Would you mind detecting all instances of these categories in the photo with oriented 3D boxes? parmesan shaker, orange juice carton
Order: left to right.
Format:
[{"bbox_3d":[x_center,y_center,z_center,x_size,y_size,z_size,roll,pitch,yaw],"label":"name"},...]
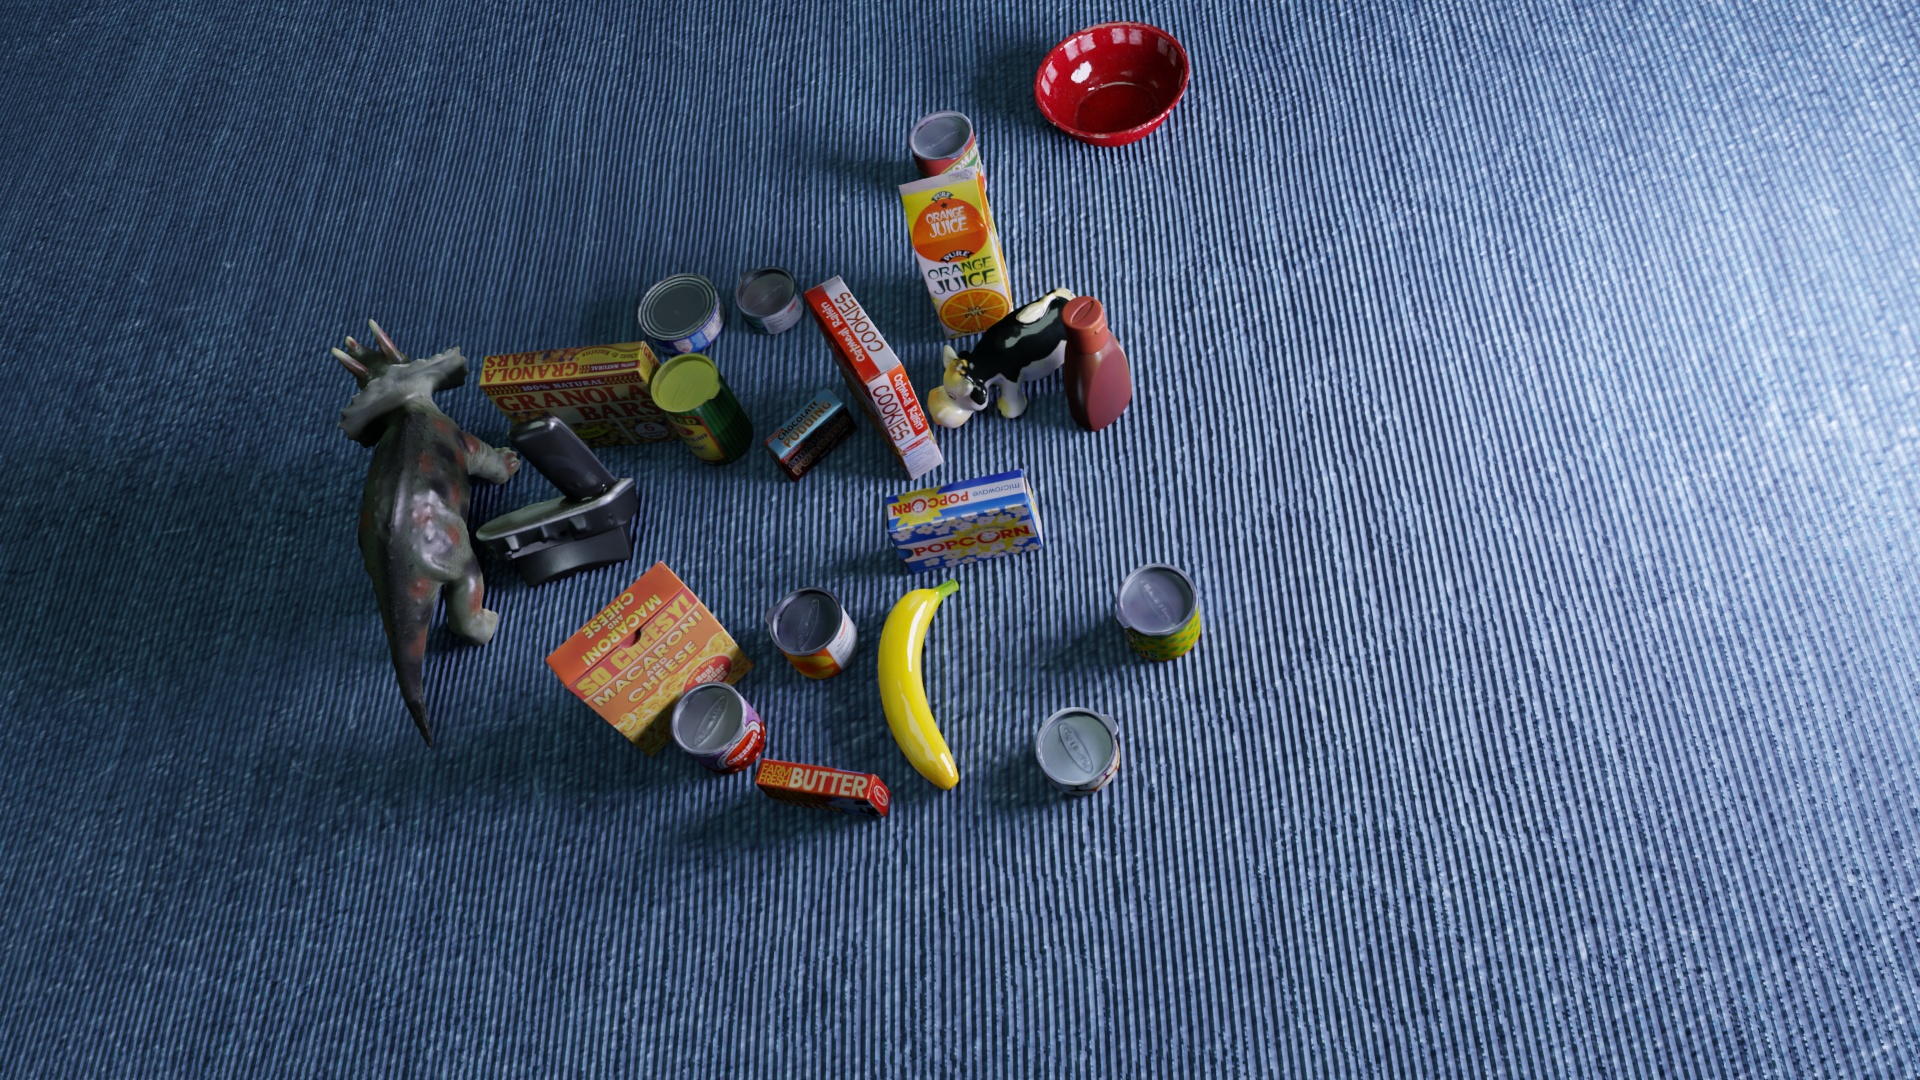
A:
[{"bbox_3d":[-0.244,-0.123,1.336,0.071,0.102,0.071,-6,61,10],"label":"parmesan shaker"},{"bbox_3d":[-0.002,-0.279,1.312,0.072,0.192,0.073,-11,60,7],"label":"orange juice carton"}]

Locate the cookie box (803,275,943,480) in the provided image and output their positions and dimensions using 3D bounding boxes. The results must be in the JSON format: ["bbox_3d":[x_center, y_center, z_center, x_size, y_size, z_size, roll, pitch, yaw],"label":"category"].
[{"bbox_3d":[-0.079,-0.146,1.272,0.040,0.166,0.123,-32,60,-5],"label":"cookie box"}]

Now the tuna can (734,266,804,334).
[{"bbox_3d":[-0.198,-0.249,1.434,0.071,0.032,0.071,-6,61,10],"label":"tuna can"}]

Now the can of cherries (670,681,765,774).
[{"bbox_3d":[-0.206,0.164,1.197,0.071,0.058,0.072,-6,61,10],"label":"can of cherries"}]

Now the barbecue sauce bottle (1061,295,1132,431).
[{"bbox_3d":[0.119,-0.160,1.245,0.044,0.148,0.065,35,75,27],"label":"barbecue sauce bottle"}]

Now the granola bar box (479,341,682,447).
[{"bbox_3d":[-0.364,-0.138,1.360,0.165,0.123,0.039,-4,62,11],"label":"granola bar box"}]

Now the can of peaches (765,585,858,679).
[{"bbox_3d":[-0.130,0.081,1.224,0.071,0.058,0.071,-6,61,10],"label":"can of peaches"}]

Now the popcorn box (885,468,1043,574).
[{"bbox_3d":[0.004,-0.015,1.230,0.127,0.085,0.038,-11,60,7],"label":"popcorn box"}]

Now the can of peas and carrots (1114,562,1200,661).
[{"bbox_3d":[0.165,0.062,1.165,0.071,0.058,0.071,-6,61,10],"label":"can of peas and carrots"}]

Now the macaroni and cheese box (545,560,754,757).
[{"bbox_3d":[-0.258,0.104,1.179,0.124,0.165,0.040,-42,61,-11],"label":"macaroni and cheese box"}]

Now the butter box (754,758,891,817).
[{"bbox_3d":[-0.114,0.206,1.155,0.103,0.053,0.024,5,64,16],"label":"butter box"}]

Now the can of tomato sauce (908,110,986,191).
[{"bbox_3d":[-0.011,-0.390,1.438,0.071,0.082,0.071,-6,61,10],"label":"can of tomato sauce"}]

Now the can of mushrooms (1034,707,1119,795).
[{"bbox_3d":[0.098,0.172,1.136,0.071,0.033,0.071,-6,61,10],"label":"can of mushrooms"}]

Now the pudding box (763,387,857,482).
[{"bbox_3d":[-0.143,-0.101,1.331,0.084,0.049,0.030,-42,61,-11],"label":"pudding box"}]
